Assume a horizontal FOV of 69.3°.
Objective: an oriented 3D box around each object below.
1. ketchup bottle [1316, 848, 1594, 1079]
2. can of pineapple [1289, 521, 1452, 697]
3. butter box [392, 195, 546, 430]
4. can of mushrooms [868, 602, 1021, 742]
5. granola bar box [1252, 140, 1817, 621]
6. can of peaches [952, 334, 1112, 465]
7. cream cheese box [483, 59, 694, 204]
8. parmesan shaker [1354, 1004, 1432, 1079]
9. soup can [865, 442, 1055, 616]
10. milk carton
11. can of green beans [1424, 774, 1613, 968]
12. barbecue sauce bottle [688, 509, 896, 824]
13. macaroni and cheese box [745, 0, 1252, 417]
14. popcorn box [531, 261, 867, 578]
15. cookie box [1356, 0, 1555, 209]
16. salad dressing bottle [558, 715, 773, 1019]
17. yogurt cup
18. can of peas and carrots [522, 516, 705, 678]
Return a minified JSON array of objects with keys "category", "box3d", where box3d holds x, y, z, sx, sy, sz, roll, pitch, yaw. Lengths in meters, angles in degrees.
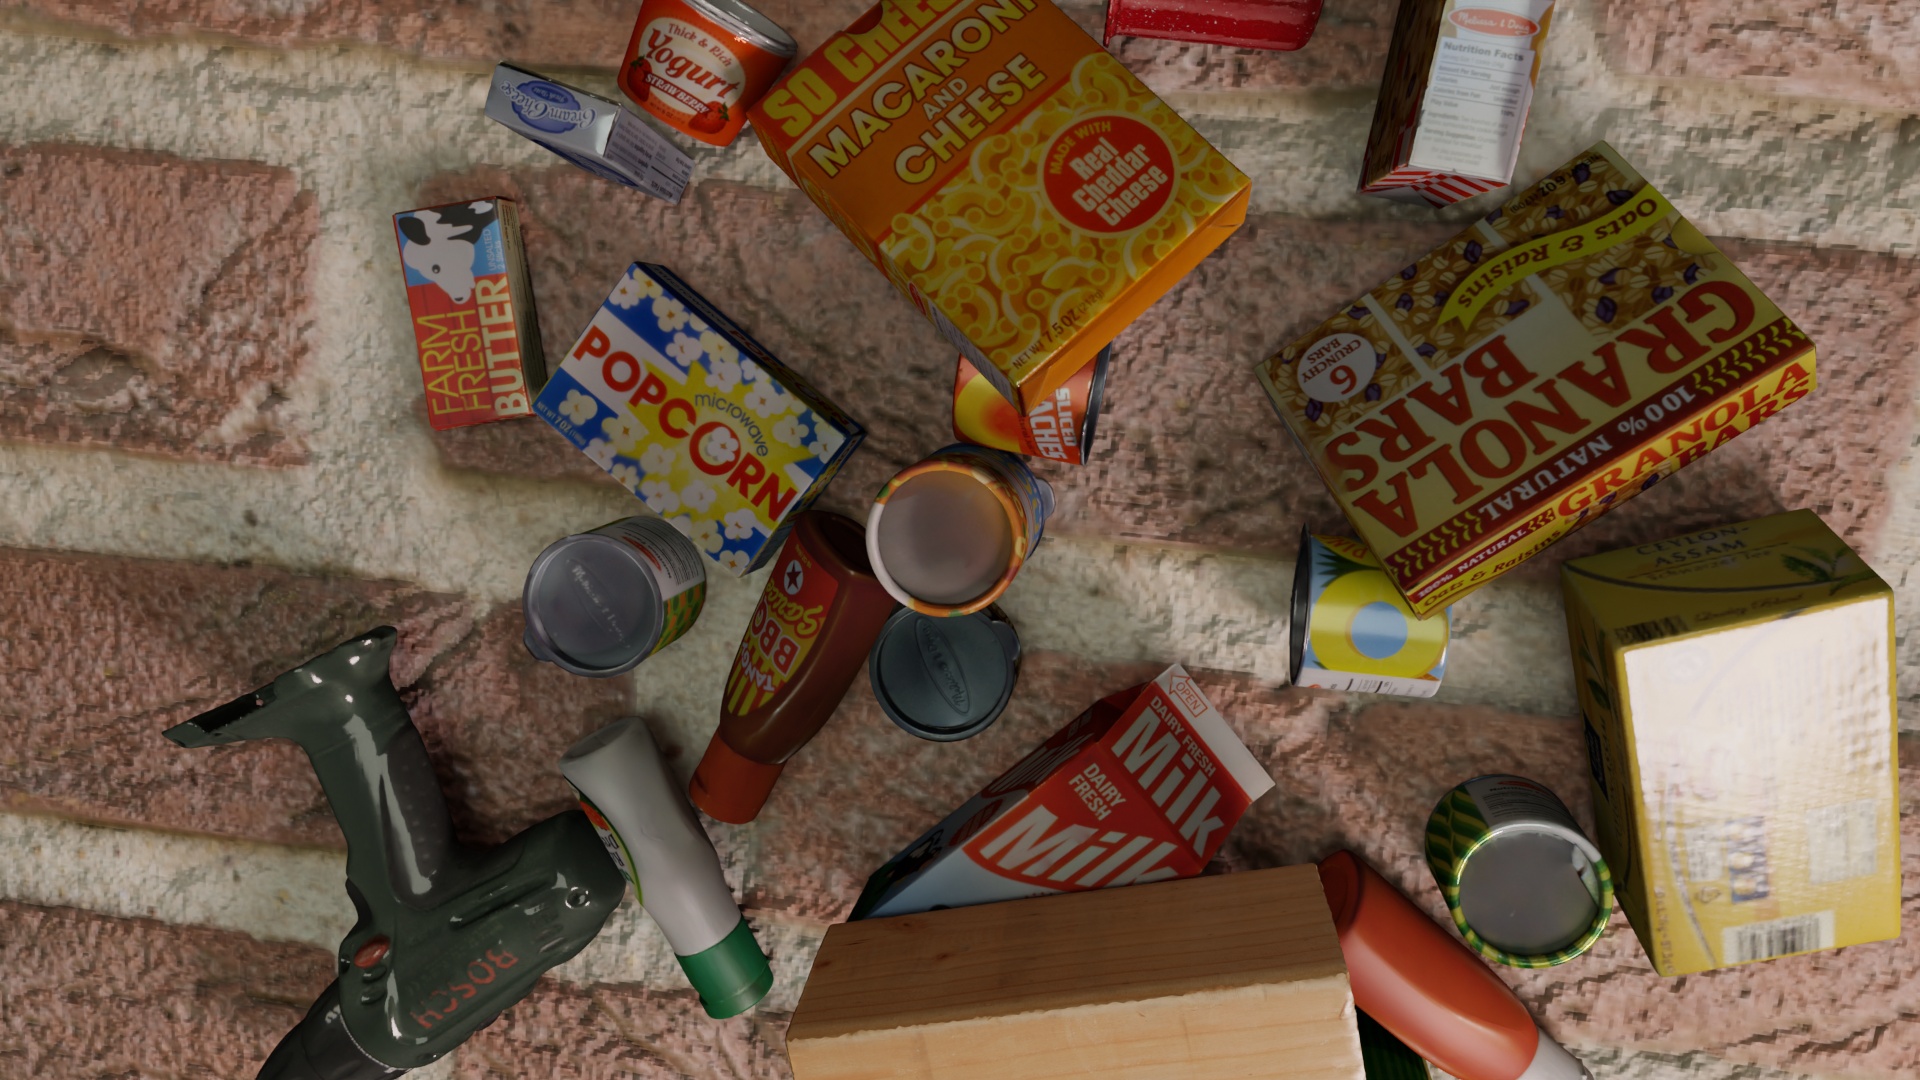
[{"category":"ketchup bottle","box3d":[0.213,0.203,0.610,0.149,0.065,0.043,40,116,-6]},{"category":"can of pineapple","box3d":[0.172,0.030,0.587,0.058,0.071,0.071,5,99,8]},{"category":"butter box","box3d":[-0.228,-0.106,0.652,0.053,0.024,0.103,-6,97,9]},{"category":"can of mushrooms","box3d":[-0.004,0.055,0.635,0.071,0.033,0.071,1,98,9]},{"category":"granola bar box","box3d":[0.217,-0.064,0.546,0.165,0.039,0.125,-34,54,12]},{"category":"can of peaches","box3d":[0.031,-0.068,0.592,0.058,0.071,0.071,12,100,8]},{"category":"cream cheese box","box3d":[-0.154,-0.171,0.590,0.053,0.104,0.024,20,95,4]},{"category":"parmesan shaker","box3d":[0.173,0.251,0.600,0.071,0.103,0.071,1,99,9]},{"category":"soup can","box3d":[0.002,-0.008,0.599,0.071,0.084,0.071,1,99,9]},{"category":"milk carton","box3d":[0.043,0.137,0.619,0.190,0.073,0.072,-39,92,12]},{"category":"can of green beans","box3d":[0.238,0.141,0.596,0.071,0.058,0.071,1,99,9]},{"category":"barbecue sauce bottle","box3d":[-0.080,0.063,0.637,0.065,0.044,0.148,48,118,45]},{"category":"macaroni and cheese box","box3d":[0.014,-0.152,0.561,0.124,0.040,0.167,-42,76,-6]},{"category":"popcorn box","box3d":[-0.119,-0.055,0.634,0.127,0.038,0.085,39,102,2]},{"category":"cookie box","box3d":[0.192,-0.215,0.517,0.040,0.123,0.167,12,100,6]},{"category":"salad dressing bottle","box3d":[-0.137,0.157,0.661,0.044,0.064,0.147,-30,102,-21]},{"category":"yogurt cup","box3d":[-0.112,-0.207,0.599,0.072,0.072,0.053,35,111,3]},{"category":"can of peas and carrots","box3d":[-0.160,0.026,0.643,0.071,0.059,0.070,2,99,10]}]
